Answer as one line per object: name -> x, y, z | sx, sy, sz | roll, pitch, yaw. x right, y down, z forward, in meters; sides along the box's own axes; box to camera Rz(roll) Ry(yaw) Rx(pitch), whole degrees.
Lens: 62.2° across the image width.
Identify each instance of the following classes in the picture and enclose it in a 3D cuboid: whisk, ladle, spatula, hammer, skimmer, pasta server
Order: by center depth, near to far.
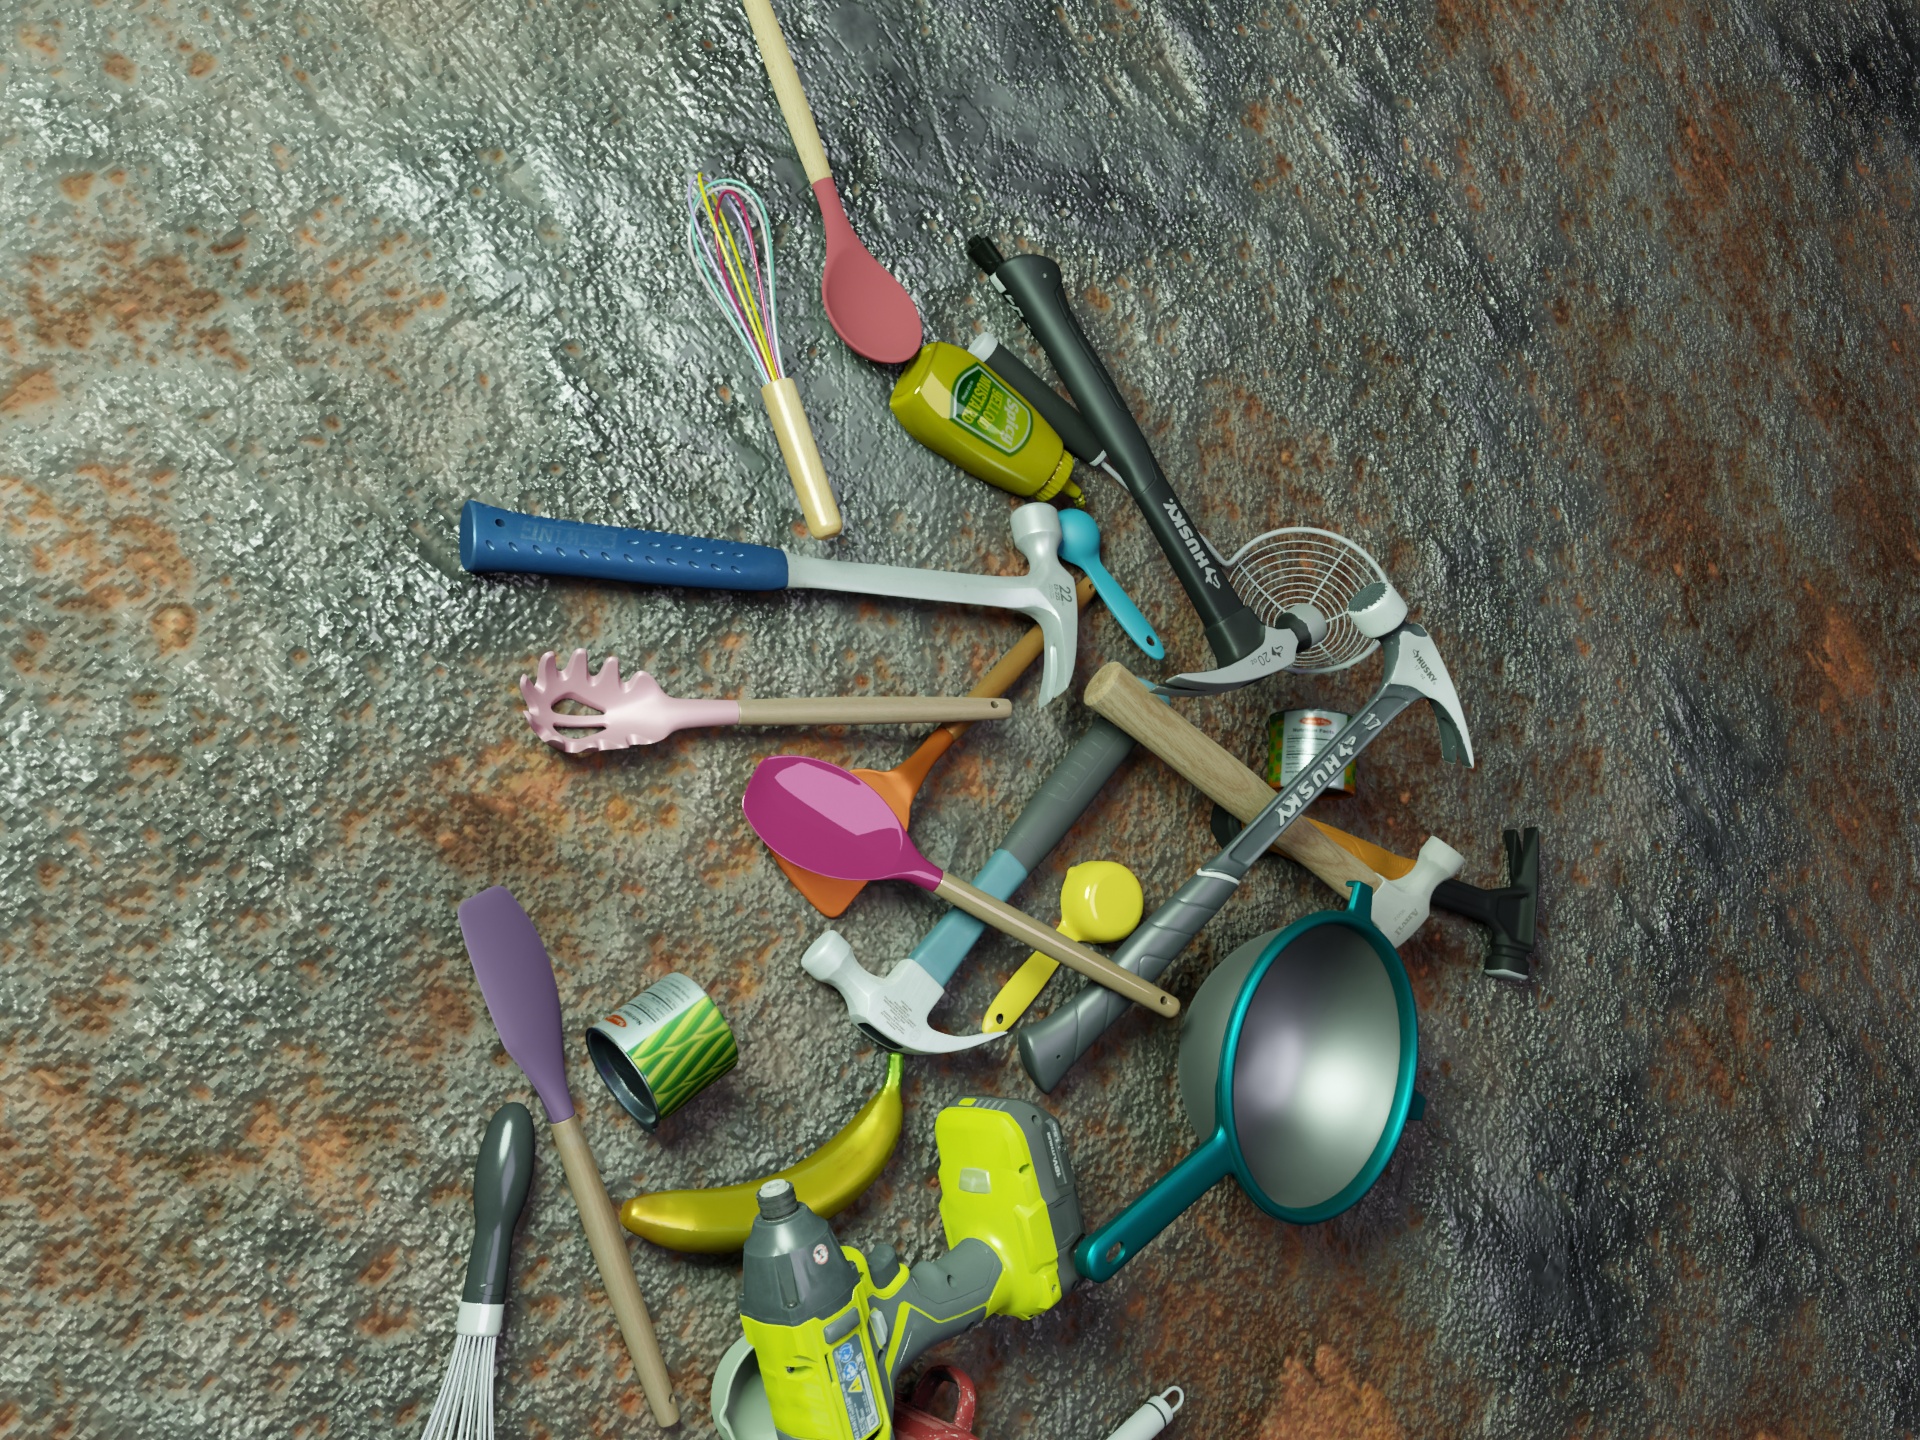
whisk -> -0.251, 0.342, 0.818 | 0.070, 0.070, 0.285 | 16, 69, -30
spatula -> -0.209, 0.241, 0.875 | 0.060, 0.018, 0.316 | -29, 102, -67
pasta server -> -0.107, -0.008, 0.958 | 0.316, 0.040, 0.060 | -1, 67, -27
hammer -> -0.099, -0.087, 0.982 | 0.405, 0.035, 0.144 | 3, 65, -30
whisk -> -0.118, -0.227, 0.986 | 0.051, 0.047, 0.245 | -17, 84, -23
ladle -> -0.101, -0.380, 1.048 | 0.069, 0.031, 0.315 | -21, 92, -36
spatula -> -0.002, -0.003, 1.053 | 0.323, 0.041, 0.081 | -46, 106, -34
hammer -> 0.041, 0.084, 1.054 | 0.128, 0.033, 0.331 | 47, 60, -10
hammer -> 0.190, 0.095, 1.077 | 0.409, 0.036, 0.149 | -44, 111, -10
hammer -> 0.118, -0.169, 1.083 | 0.146, 0.035, 0.335 | -29, 88, -34
hammer -> 0.212, 0.065, 1.123 | 0.331, 0.031, 0.130 | 36, 94, -23
skimmer -> 0.160, -0.163, 1.140 | 0.363, 0.090, 0.127 | 37, 65, -22
hammer -> 0.330, 0.108, 1.238 | 0.336, 0.034, 0.127 | 19, 73, -29

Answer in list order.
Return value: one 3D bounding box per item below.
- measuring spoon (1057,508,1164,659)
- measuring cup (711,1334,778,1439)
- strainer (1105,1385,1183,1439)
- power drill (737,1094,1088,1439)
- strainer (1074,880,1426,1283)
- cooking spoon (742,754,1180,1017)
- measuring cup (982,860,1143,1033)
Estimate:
measuring spoon -> 0.108, -0.098, 1.116 | 0.042, 0.021, 0.129 | -31, 82, -37
measuring cup -> -0.100, 0.429, 0.904 | 0.083, 0.038, 0.168 | -3, 82, -31
strainer -> 0.056, 0.497, 0.997 | 0.258, 0.050, 0.087 | -26, 82, -36
power drill -> -0.027, 0.310, 0.912 | 0.223, 0.080, 0.171 | -20, 99, -48
strainer -> 0.174, 0.258, 1.069 | 0.340, 0.095, 0.211 | -29, 109, -34
cooking spoon -> 0.007, 0.113, 0.995 | 0.318, 0.017, 0.069 | 30, 64, -15
measuring cup -> 0.069, 0.155, 1.066 | 0.156, 0.029, 0.062 | -46, 107, -30
